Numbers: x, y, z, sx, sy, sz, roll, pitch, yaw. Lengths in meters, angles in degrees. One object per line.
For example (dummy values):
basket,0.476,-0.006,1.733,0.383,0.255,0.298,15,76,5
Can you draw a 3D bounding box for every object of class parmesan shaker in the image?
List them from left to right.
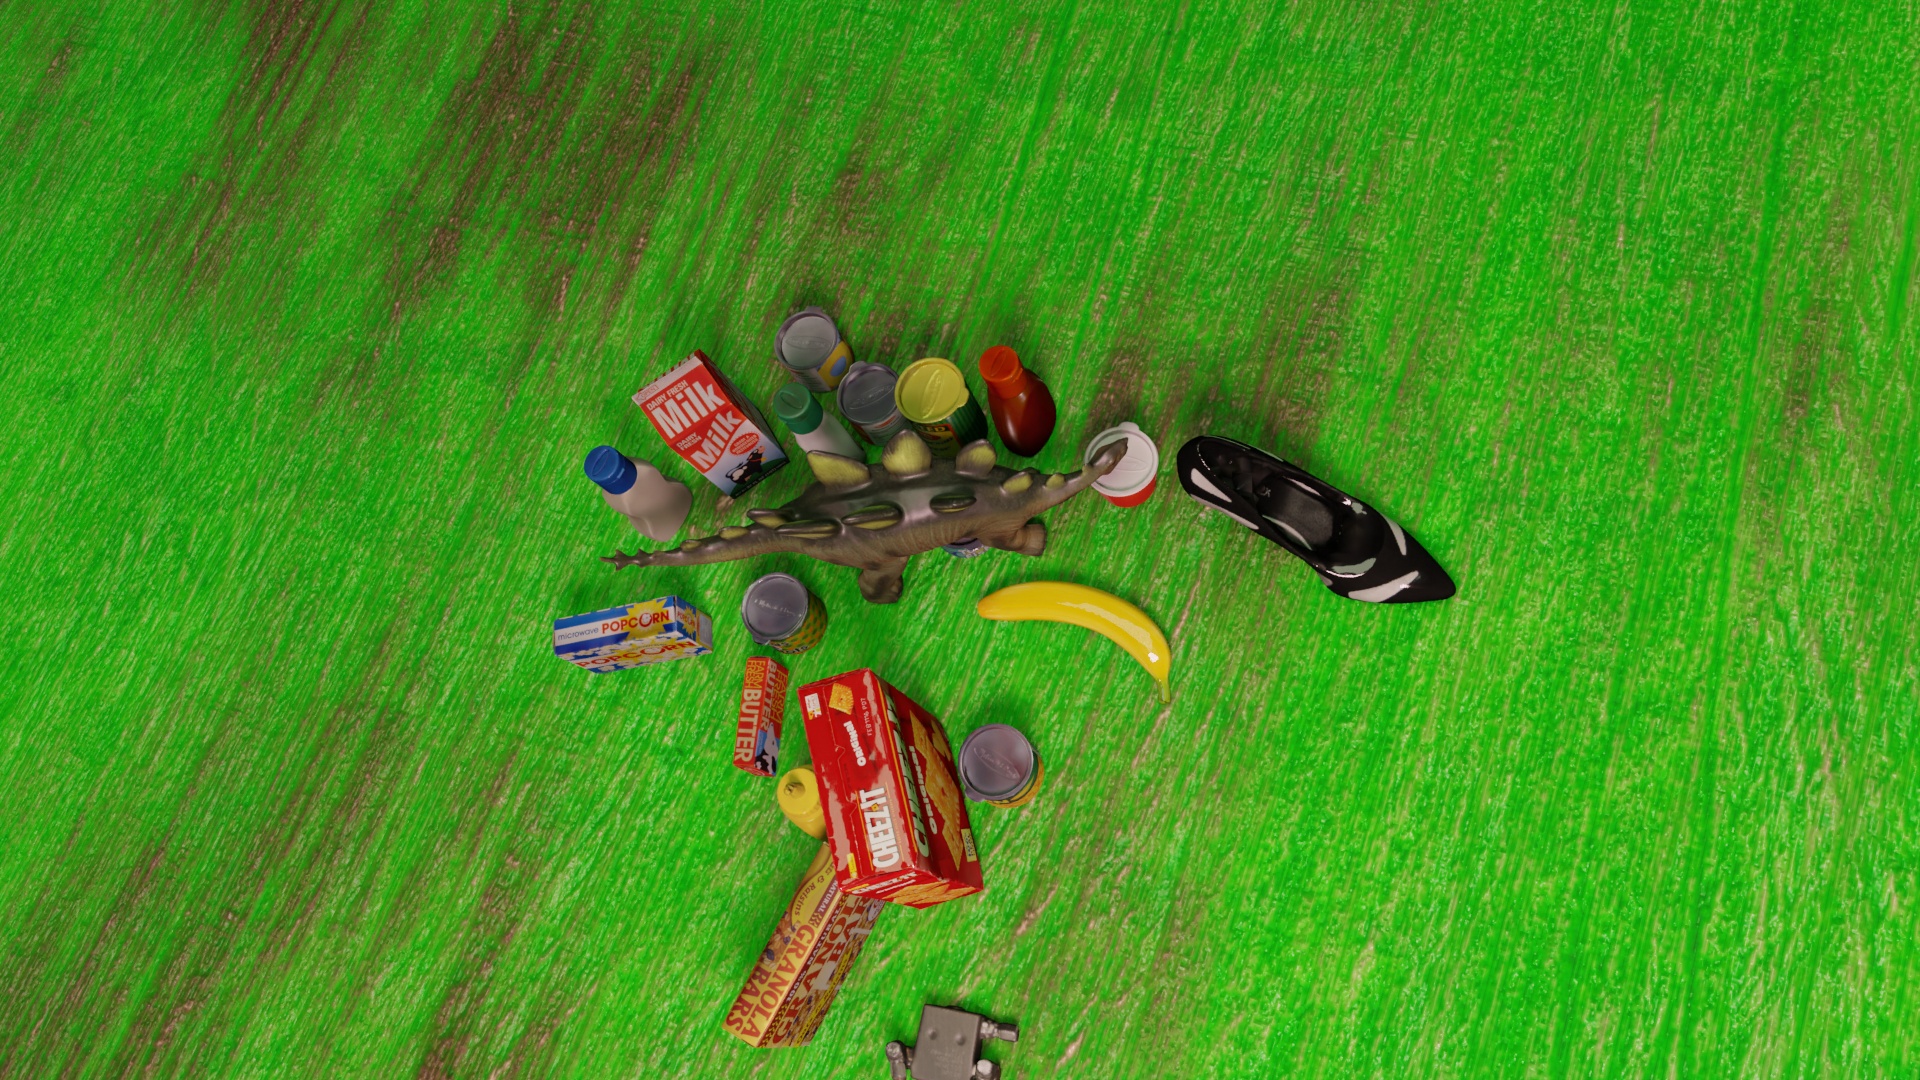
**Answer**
parmesan shaker,-0.014,-0.121,1.313,0.071,0.103,0.071,-5,70,13

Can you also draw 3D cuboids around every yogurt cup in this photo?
yogurt cup,0.150,-0.064,1.277,0.072,0.054,0.072,-5,70,13

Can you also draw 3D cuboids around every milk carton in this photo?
milk carton,-0.240,-0.116,1.322,0.072,0.190,0.073,-33,67,2

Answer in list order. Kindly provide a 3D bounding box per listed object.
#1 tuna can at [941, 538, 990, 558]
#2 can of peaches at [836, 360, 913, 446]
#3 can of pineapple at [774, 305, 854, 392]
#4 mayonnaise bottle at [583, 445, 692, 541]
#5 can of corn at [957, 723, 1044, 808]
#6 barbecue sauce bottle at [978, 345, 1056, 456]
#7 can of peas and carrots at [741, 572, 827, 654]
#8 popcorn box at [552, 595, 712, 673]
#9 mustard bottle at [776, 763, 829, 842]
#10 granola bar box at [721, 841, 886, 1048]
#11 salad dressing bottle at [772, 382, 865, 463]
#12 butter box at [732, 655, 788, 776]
tuna can,0.005,-0.016,1.309,0.071,0.032,0.071,-5,70,13
can of peaches,-0.081,-0.134,1.359,0.071,0.058,0.071,-5,70,13
can of pineapple,-0.145,-0.191,1.396,0.071,0.057,0.071,-5,70,13
mayonnaise bottle,-0.312,-0.049,1.340,0.041,0.147,0.065,23,79,21
can of corn,0.035,0.200,1.211,0.071,0.058,0.071,-5,70,13
barbecue sauce bottle,0.051,-0.131,1.275,0.044,0.148,0.065,23,79,21
can of peas and carrots,-0.166,0.072,1.308,0.071,0.058,0.071,-5,70,13
popcorn box,-0.311,0.091,1.324,0.127,0.085,0.038,-12,69,11
mustard bottle,-0.121,0.220,1.189,0.049,0.160,0.065,37,84,23
granola bar box,-0.121,0.341,1.165,0.039,0.124,0.166,25,79,21
salad dressing bottle,-0.134,-0.102,1.313,0.064,0.147,0.044,35,83,22
butter box,-0.184,0.163,1.284,0.024,0.053,0.104,0,71,15
